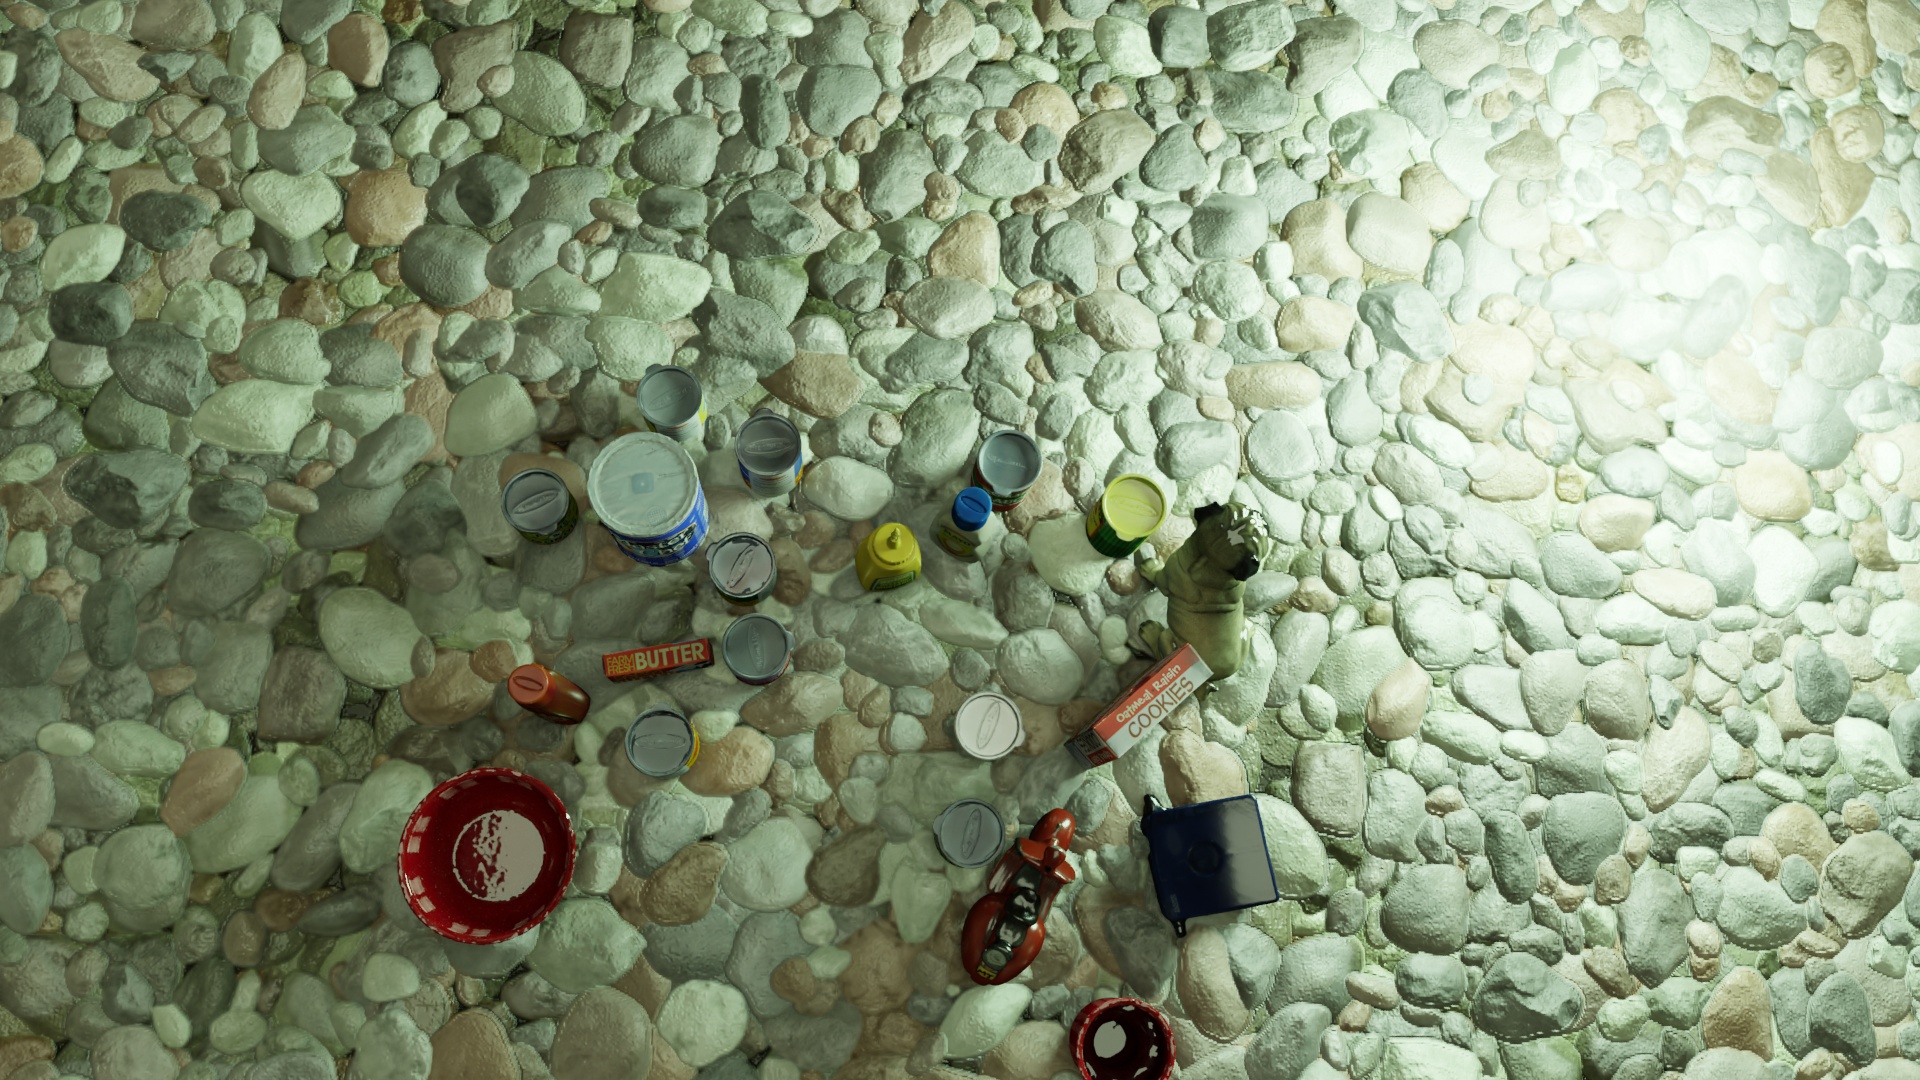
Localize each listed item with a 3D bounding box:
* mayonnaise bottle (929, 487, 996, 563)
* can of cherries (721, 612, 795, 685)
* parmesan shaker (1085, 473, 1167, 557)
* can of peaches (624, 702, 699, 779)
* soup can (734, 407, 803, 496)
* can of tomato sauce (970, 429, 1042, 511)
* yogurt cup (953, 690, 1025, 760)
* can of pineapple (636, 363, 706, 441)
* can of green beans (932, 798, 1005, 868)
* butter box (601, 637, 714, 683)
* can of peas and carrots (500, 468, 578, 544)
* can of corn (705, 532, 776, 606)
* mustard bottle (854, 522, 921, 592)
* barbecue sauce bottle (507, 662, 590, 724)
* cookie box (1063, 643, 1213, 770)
[{"bbox_3d":[0.005,-0.017,1.385,0.065,0.147,0.041,31,76,2],"label":"mayonnaise bottle"},{"bbox_3d":[-0.200,0.109,1.381,0.071,0.058,0.071,1,76,-5],"label":"can of cherries"},{"bbox_3d":[0.167,-0.021,1.425,0.071,0.103,0.071,1,77,-5],"label":"parmesan shaker"},{"bbox_3d":[-0.289,0.196,1.352,0.071,0.058,0.071,1,76,-5],"label":"can of peaches"},{"bbox_3d":[-0.194,-0.089,1.417,0.071,0.083,0.071,1,77,-5],"label":"soup can"},{"bbox_3d":[0.046,-0.069,1.436,0.071,0.083,0.071,1,77,-5],"label":"can of tomato sauce"},{"bbox_3d":[0.025,0.187,1.386,0.072,0.054,0.072,1,76,-5],"label":"yogurt cup"},{"bbox_3d":[-0.298,-0.142,1.434,0.071,0.057,0.071,1,76,-5],"label":"can of pineapple"},{"bbox_3d":[0.008,0.287,1.358,0.071,0.057,0.071,1,76,-5],"label":"can of green beans"},{"bbox_3d":[-0.297,0.119,1.372,0.103,0.053,0.024,-9,78,-8],"label":"butter box"},{"bbox_3d":[-0.420,-0.031,1.394,0.071,0.058,0.071,1,76,-5],"label":"can of peas and carrots"},{"bbox_3d":[-0.221,0.029,1.399,0.071,0.058,0.071,1,76,-5],"label":"can of corn"},{"bbox_3d":[-0.069,0.014,1.364,0.065,0.160,0.049,-14,79,-8],"label":"mustard bottle"},{"bbox_3d":[-0.392,0.143,1.308,0.065,0.148,0.044,19,76,-1],"label":"barbecue sauce bottle"},{"bbox_3d":[0.168,0.164,1.347,0.123,0.167,0.040,-40,83,-13],"label":"cookie box"}]
